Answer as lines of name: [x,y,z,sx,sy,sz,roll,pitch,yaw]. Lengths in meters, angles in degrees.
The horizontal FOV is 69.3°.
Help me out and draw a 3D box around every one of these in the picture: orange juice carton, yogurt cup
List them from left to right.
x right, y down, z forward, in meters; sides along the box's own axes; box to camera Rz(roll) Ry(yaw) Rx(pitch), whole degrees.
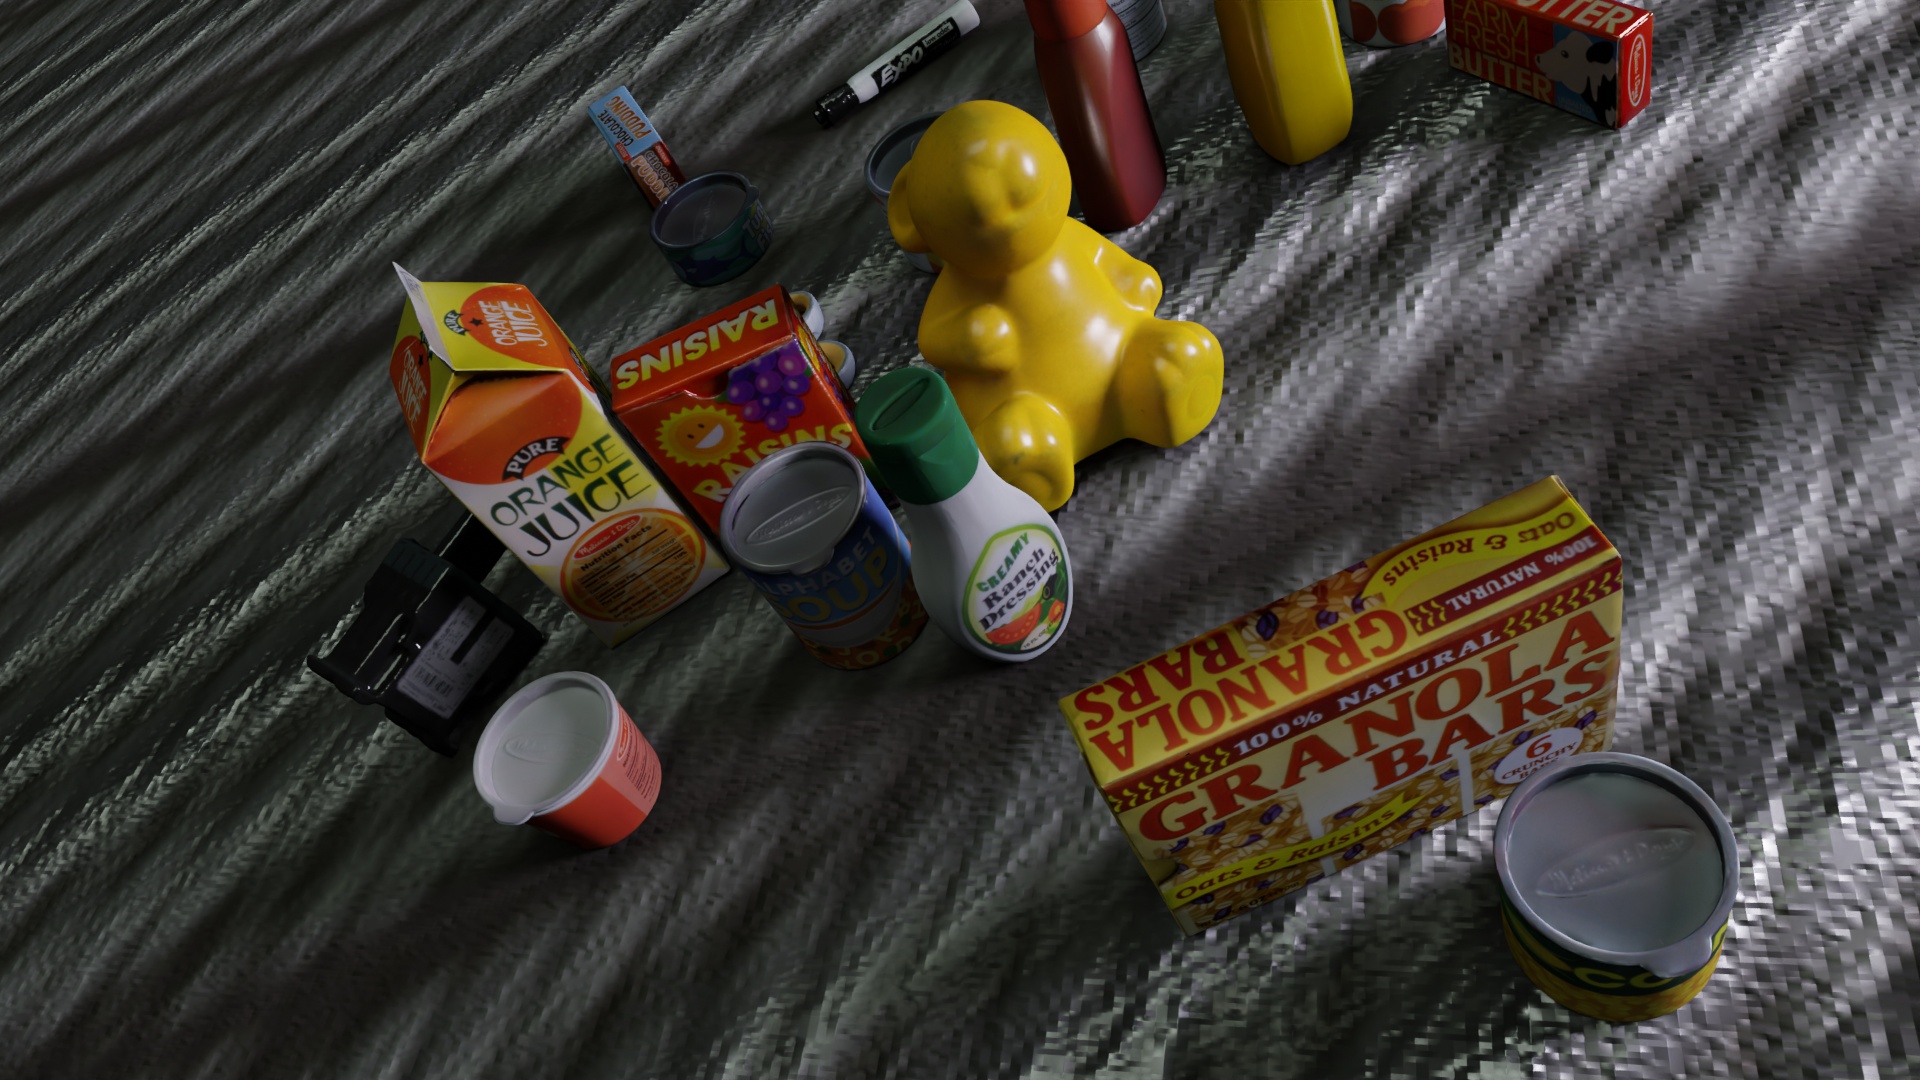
orange juice carton: [-0.186,-0.041,0.623,0.073,0.192,0.072,-34,49,-3]
yogurt cup: [-0.166,0.098,0.601,0.072,0.053,0.073,-12,51,15]

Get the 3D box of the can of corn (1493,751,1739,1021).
can of corn: [0.202,0.110,0.429,0.071,0.058,0.071,-12,51,15]

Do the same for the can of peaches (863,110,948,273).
can of peaches: [-0.008,-0.187,0.746,0.071,0.058,0.071,-12,51,15]

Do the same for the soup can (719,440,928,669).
soup can: [-0.055,0.010,0.600,0.071,0.083,0.072,-12,51,15]

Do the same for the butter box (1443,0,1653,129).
butter box: [0.278,-0.239,0.664,0.024,0.053,0.104,-40,50,-8]

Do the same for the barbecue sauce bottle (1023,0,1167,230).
barbecue sauce bottle: [0.064,-0.227,0.684,0.043,0.148,0.065,3,57,26]

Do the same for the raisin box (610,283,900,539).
raisin box: [-0.091,-0.048,0.633,0.086,0.123,0.040,-22,50,7]

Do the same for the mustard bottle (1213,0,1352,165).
mustard bottle: [0.150,-0.257,0.662,0.049,0.159,0.065,-27,49,3]

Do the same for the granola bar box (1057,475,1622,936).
granola bar box: [0.129,0.061,0.454,0.165,0.123,0.039,-25,49,4]

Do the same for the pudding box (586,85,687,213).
pudding box: [-0.203,-0.246,0.880,0.030,0.049,0.084,-33,49,-3]

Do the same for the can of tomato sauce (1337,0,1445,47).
can of tomato sauce: [0.227,-0.310,0.720,0.071,0.082,0.071,-12,51,15]

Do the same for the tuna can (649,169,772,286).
tuna can: [-0.144,-0.185,0.820,0.071,0.032,0.071,-12,51,15]

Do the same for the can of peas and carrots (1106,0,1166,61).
can of peas and carrots: [0.080,-0.315,0.804,0.071,0.058,0.071,-12,51,15]

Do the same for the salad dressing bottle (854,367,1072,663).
salad dressing bottle: [0.002,-0.007,0.546,0.064,0.147,0.044,-44,50,-11]
